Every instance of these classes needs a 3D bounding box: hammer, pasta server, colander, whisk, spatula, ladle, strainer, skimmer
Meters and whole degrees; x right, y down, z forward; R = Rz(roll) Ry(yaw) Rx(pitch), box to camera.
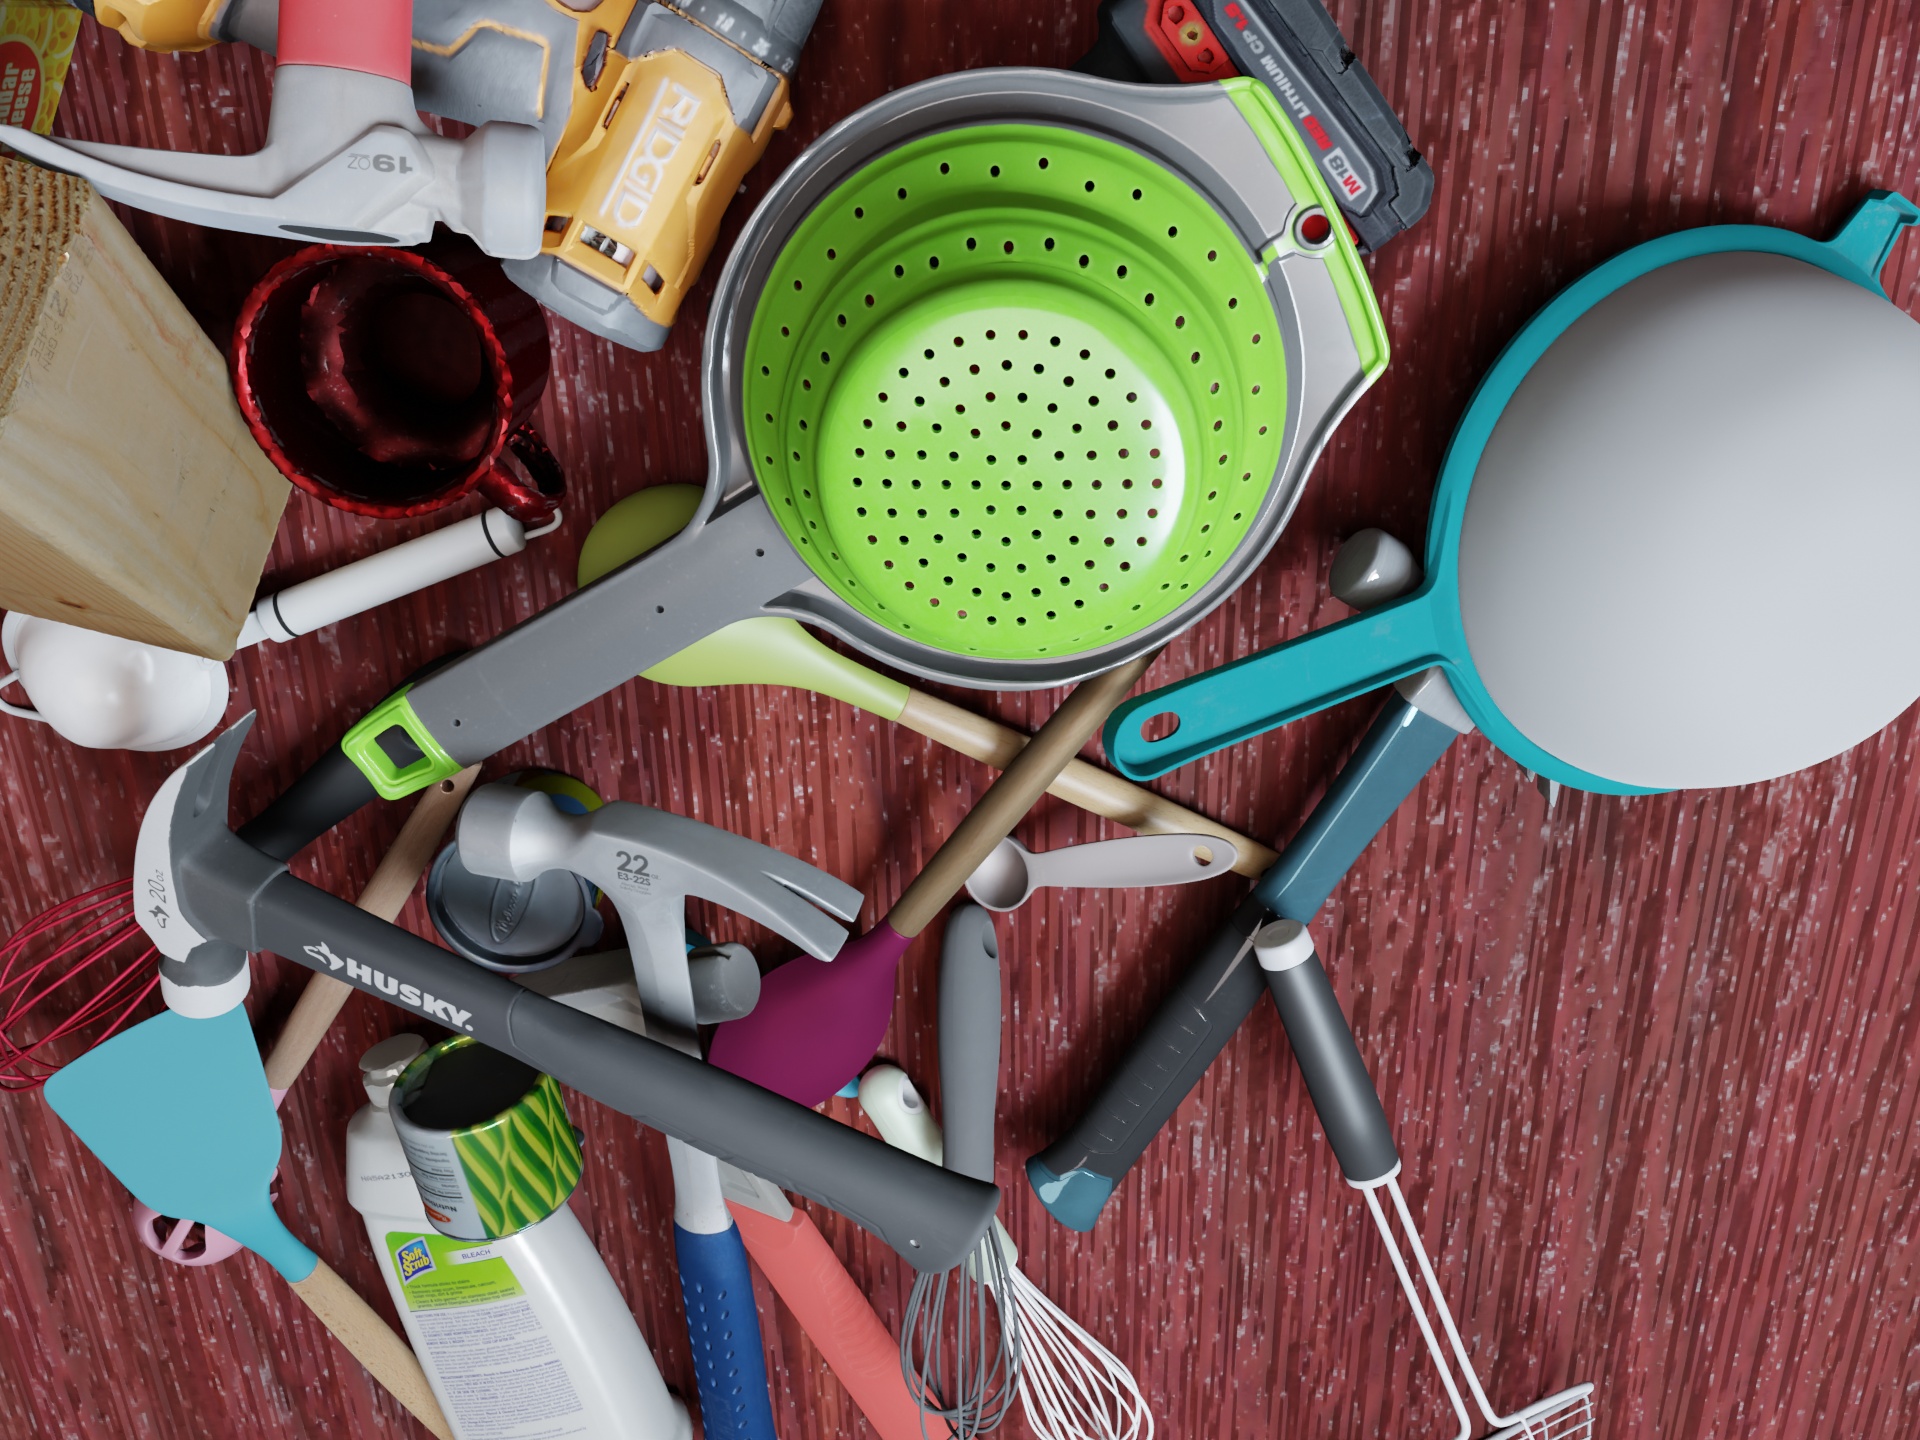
[{"bbox_3d":[-0.083,0.250,0.734,0.149,0.037,0.358,-15,117,26],"label":"hammer"},{"bbox_3d":[-0.287,0.133,0.700,0.060,0.040,0.316,32,108,-12],"label":"pasta server"},{"bbox_3d":[-0.055,-0.052,0.511,0.397,0.095,0.204,-27,112,16],"label":"colander"},{"bbox_3d":[-0.306,0.064,0.660,0.296,0.073,0.073,-37,108,9],"label":"whisk"},{"bbox_3d":[-0.288,0.255,0.728,0.082,0.044,0.317,-29,128,-12],"label":"spatula"},{"bbox_3d":[-0.001,-0.002,0.639,0.320,0.062,0.078,24,113,-16],"label":"ladle"},{"bbox_3d":[0.019,0.259,0.742,0.059,0.058,0.246,-23,106,24],"label":"whisk"},{"bbox_3d":[-0.275,-0.038,0.624,0.258,0.050,0.086,-20,127,6],"label":"strainer"},{"bbox_3d":[-0.103,0.202,0.662,0.144,0.035,0.405,9,126,14],"label":"hammer"},{"bbox_3d":[-0.143,0.110,0.568,0.335,0.035,0.146,23,129,6],"label":"hammer"},{"bbox_3d":[0.123,0.086,0.654,0.128,0.033,0.331,25,112,-18],"label":"hammer"},{"bbox_3d":[0.001,0.197,0.686,0.055,0.055,0.239,1,93,1],"label":"whisk"},{"bbox_3d":[-0.178,-0.329,0.430,0.143,0.038,0.386,3,95,-15],"label":"hammer"},{"bbox_3d":[0.190,0.231,0.705,0.127,0.090,0.363,-25,109,-1],"label":"skimmer"},{"bbox_3d":[0.217,-0.037,0.537,0.340,0.095,0.210,-20,112,-9],"label":"strainer"}]

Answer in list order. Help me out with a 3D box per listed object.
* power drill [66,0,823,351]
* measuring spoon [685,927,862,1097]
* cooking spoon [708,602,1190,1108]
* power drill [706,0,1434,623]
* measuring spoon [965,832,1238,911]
[{"bbox_3d":[-0.155,-0.252,0.510,0.226,0.084,0.185,28,104,-15],"label":"power drill"},{"bbox_3d":[-0.092,0.129,0.707,0.128,0.021,0.042,39,116,-24],"label":"measuring spoon"},{"bbox_3d":[-0.010,0.066,0.643,0.068,0.017,0.318,28,120,-20],"label":"cooking spoon"},{"bbox_3d":[0.048,-0.139,0.556,0.226,0.080,0.187,-35,108,18],"label":"power drill"},{"bbox_3d":[0.056,0.057,0.646,0.124,0.018,0.034,-7,98,31],"label":"measuring spoon"}]
